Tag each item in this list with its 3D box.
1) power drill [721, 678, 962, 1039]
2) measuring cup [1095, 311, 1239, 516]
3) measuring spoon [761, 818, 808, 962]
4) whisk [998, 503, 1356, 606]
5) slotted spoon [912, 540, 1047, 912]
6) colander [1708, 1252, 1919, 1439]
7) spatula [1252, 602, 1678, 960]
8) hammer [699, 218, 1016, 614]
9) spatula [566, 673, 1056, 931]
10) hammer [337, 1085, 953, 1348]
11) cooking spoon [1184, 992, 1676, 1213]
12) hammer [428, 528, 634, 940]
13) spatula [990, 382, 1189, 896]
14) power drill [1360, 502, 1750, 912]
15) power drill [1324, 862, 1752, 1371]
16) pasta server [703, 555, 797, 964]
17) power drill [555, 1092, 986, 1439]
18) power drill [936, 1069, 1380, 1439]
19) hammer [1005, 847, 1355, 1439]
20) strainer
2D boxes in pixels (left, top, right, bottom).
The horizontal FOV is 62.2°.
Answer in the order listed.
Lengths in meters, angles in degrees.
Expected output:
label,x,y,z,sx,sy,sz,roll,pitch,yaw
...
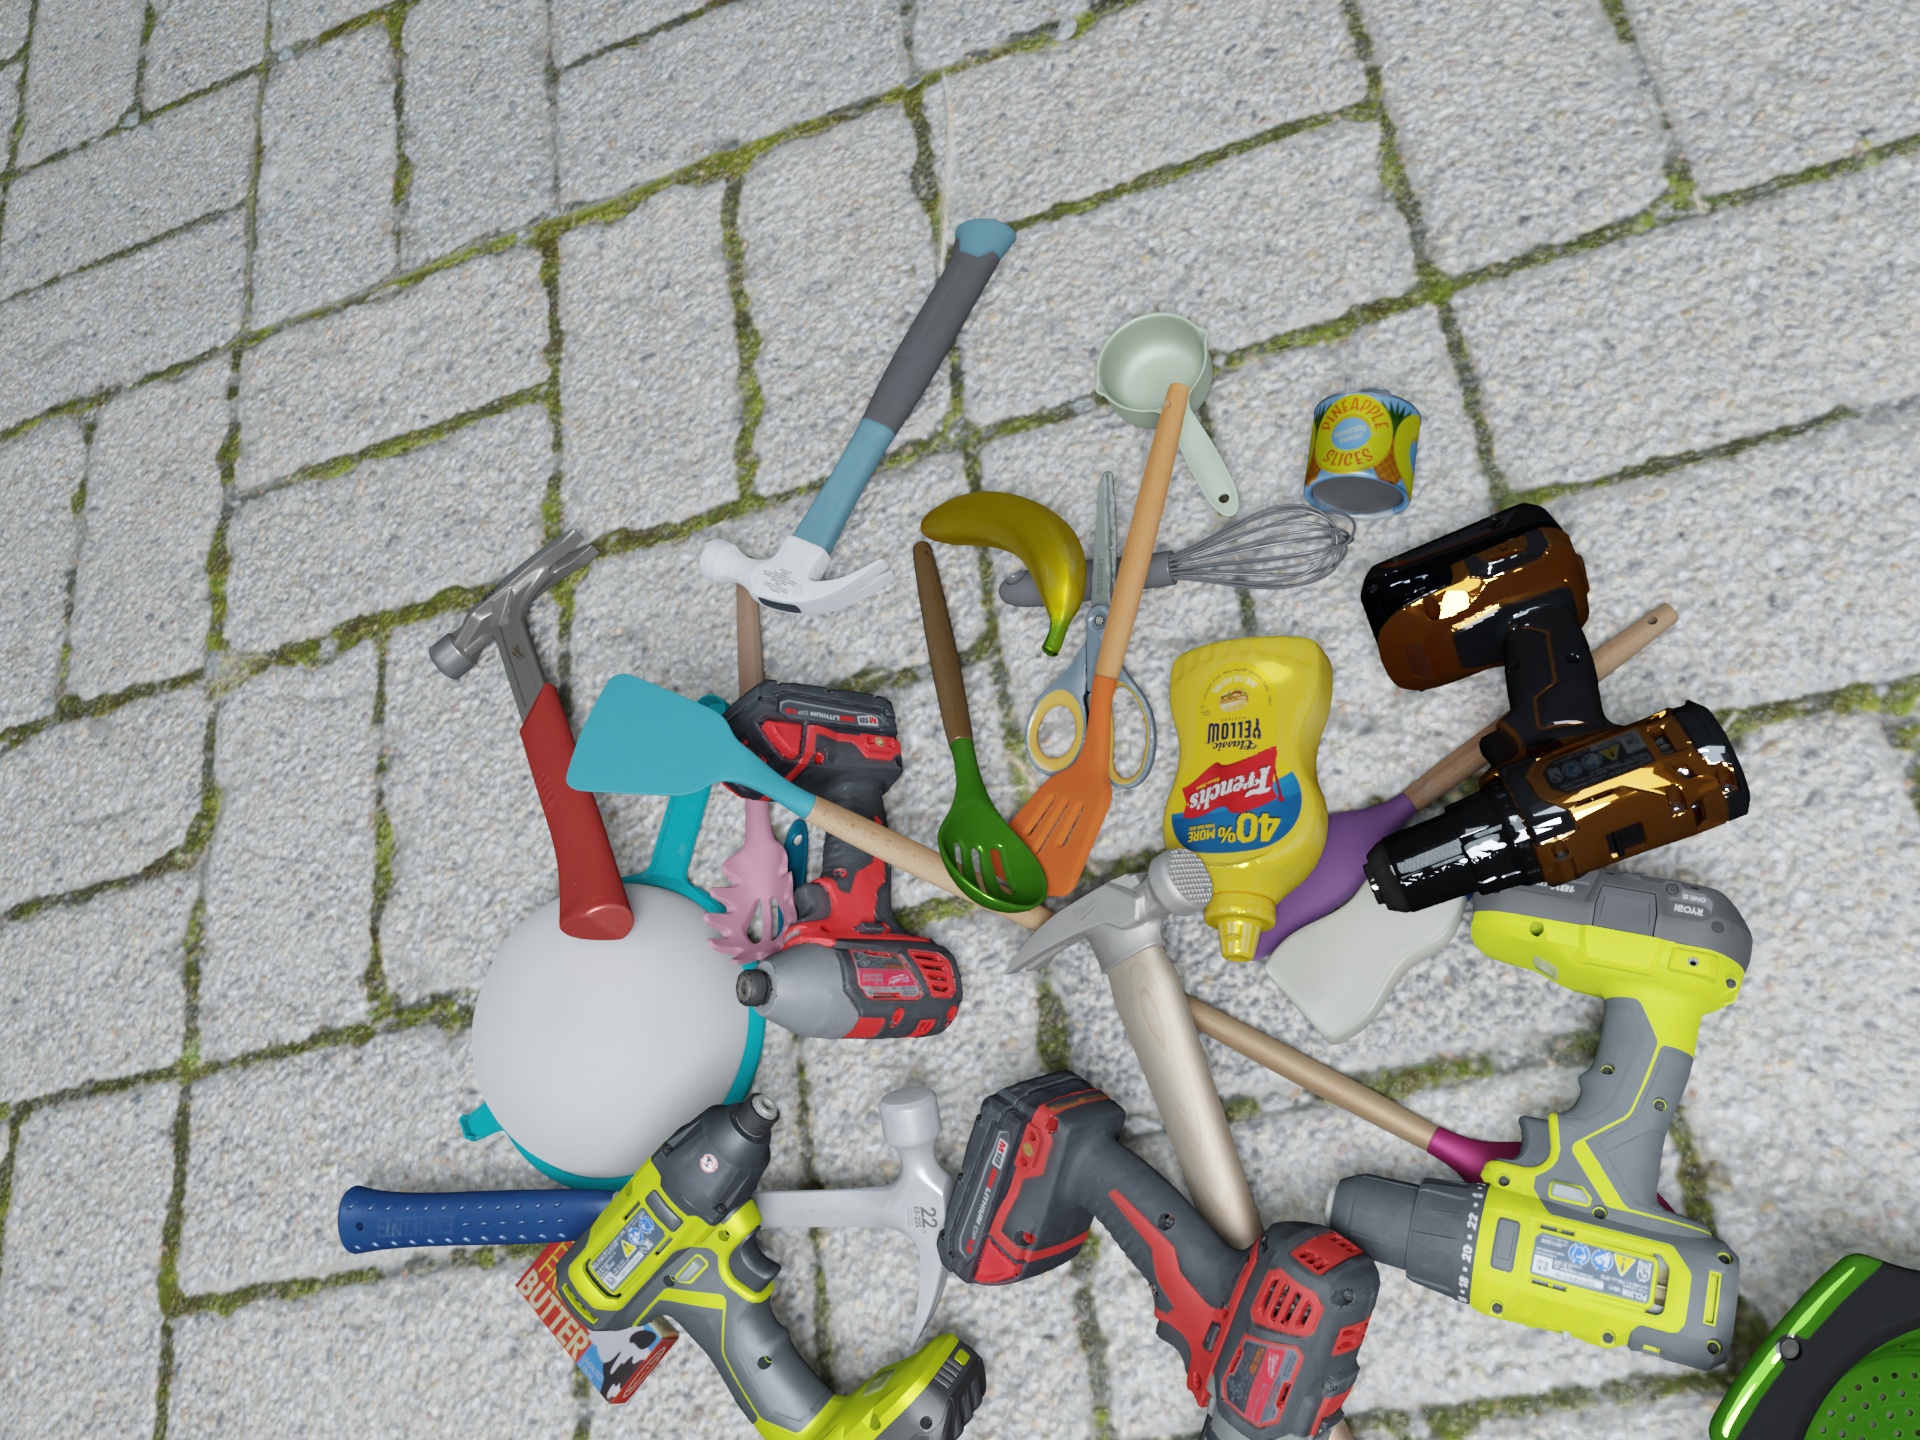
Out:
label,x,y,z,sx,sy,sz,roll,pitch,yaw
power drill,-0.086,0.090,0.981,0.078,0.143,0.220,-41,54,42
measuring cup,0.149,-0.196,1.057,0.083,0.038,0.168,-27,65,10
measuring spoon,-0.107,0.126,1.049,0.042,0.021,0.129,-16,56,28
whisk,0.135,-0.101,1.022,0.239,0.055,0.055,-7,68,24
slotted spoon,-0.002,-0.003,1.011,0.031,0.070,0.314,-53,36,38
colander,0.497,0.393,0.677,0.397,0.094,0.204,41,88,11
spatula,0.282,0.030,0.928,0.316,0.018,0.060,-37,57,6
hammer,-0.054,-0.222,1.141,0.128,0.033,0.331,25,78,19
spatula,-0.071,0.065,0.939,0.044,0.317,0.082,-40,28,50
hammer,-0.196,0.304,0.961,0.405,0.035,0.144,-7,96,17
cooking spoon,0.235,0.217,0.874,0.319,0.017,0.069,25,81,27
hammer,-0.276,0.010,1.094,0.149,0.036,0.359,-38,45,5
spatula,0.090,-0.052,0.976,0.081,0.041,0.322,15,92,49
power drill,0.286,-0.002,0.861,0.185,0.084,0.226,-23,41,12
power drill,0.300,0.193,0.813,0.190,0.080,0.229,9,70,24
pasta server,-0.142,0.019,1.079,0.060,0.040,0.316,-12,62,11
power drill,-0.101,0.328,0.879,0.223,0.080,0.171,44,108,10
power drill,0.095,0.309,0.831,0.227,0.080,0.188,28,108,38
hammer,0.144,0.284,0.860,0.146,0.038,0.411,-38,63,39
strainer,-0.224,0.133,1.044,0.211,0.095,0.340,8,75,24
